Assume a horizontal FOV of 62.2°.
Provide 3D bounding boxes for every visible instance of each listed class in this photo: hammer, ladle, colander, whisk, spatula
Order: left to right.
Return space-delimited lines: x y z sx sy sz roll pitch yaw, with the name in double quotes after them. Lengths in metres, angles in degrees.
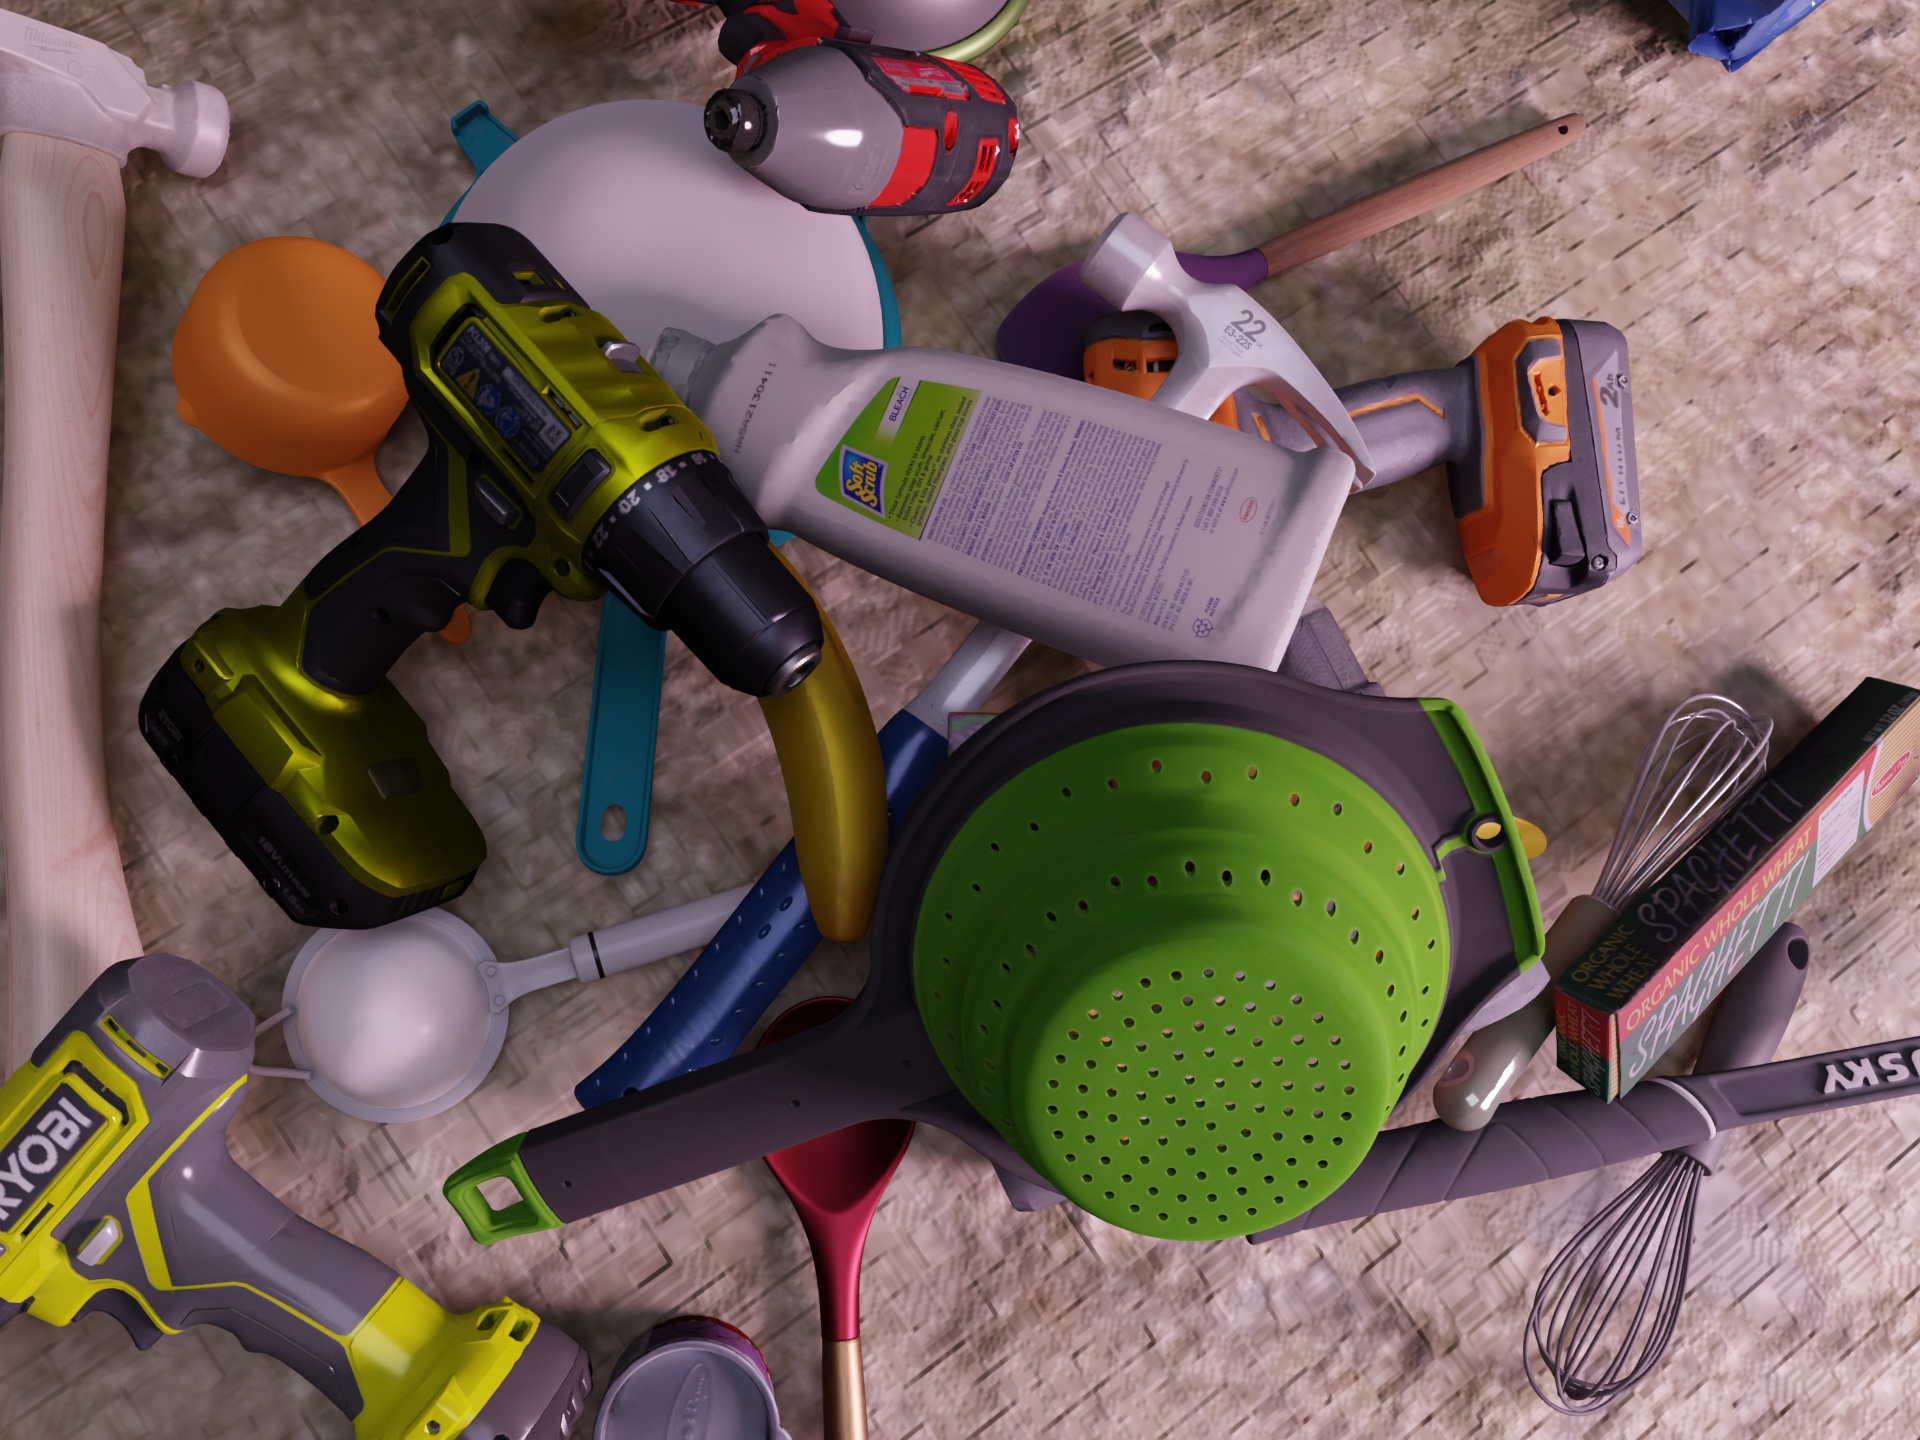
-0.352 -0.065 0.599 0.146 0.038 0.411 3 81 -48 "hammer"
-0.044 0.266 0.616 0.069 0.031 0.315 -4 82 0 "ladle"
-0.004 0.121 0.513 0.397 0.095 0.204 -22 109 11 "colander"
-0.001 -0.002 0.619 0.144 0.035 0.405 38 85 3 "hammer"
0.160 -0.225 0.742 0.316 0.018 0.060 -25 92 -11 "spatula"
0.273 0.077 0.668 0.059 0.058 0.246 48 68 -6 "whisk"
0.305 0.184 0.675 0.055 0.055 0.239 36 72 -1 "whisk"
0.314 0.159 0.645 0.409 0.036 0.149 -11 60 1 "hammer"

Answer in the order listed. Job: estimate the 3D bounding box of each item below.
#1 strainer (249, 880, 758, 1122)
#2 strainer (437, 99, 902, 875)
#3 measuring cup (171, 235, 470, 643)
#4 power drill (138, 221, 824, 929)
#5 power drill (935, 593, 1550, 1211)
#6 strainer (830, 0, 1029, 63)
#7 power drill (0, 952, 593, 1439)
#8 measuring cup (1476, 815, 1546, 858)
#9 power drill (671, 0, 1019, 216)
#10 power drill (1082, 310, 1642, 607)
-0.156 0.095 0.626 0.258 0.050 0.087 -16 91 -14 "strainer"
-0.128 -0.111 0.640 0.211 0.095 0.340 5 77 -7 "strainer"
-0.239 -0.112 0.635 0.095 0.052 0.173 -35 95 -37 "measuring cup"
-0.171 -0.032 0.566 0.228 0.080 0.190 -45 82 20 "power drill"
0.090 0.068 0.626 0.226 0.084 0.185 -25 85 -1 "power drill"
-0.057 -0.420 0.721 0.151 0.069 0.256 -28 86 -12 "strainer"
-0.257 0.214 0.552 0.223 0.080 0.171 42 94 -3 "power drill"
0.177 0.045 0.690 0.156 0.029 0.062 8 78 -9 "measuring cup"
-0.089 -0.282 0.634 0.143 0.078 0.220 -20 61 -47 "power drill"
0.168 -0.094 0.688 0.226 0.084 0.164 -2 85 -5 "power drill"
